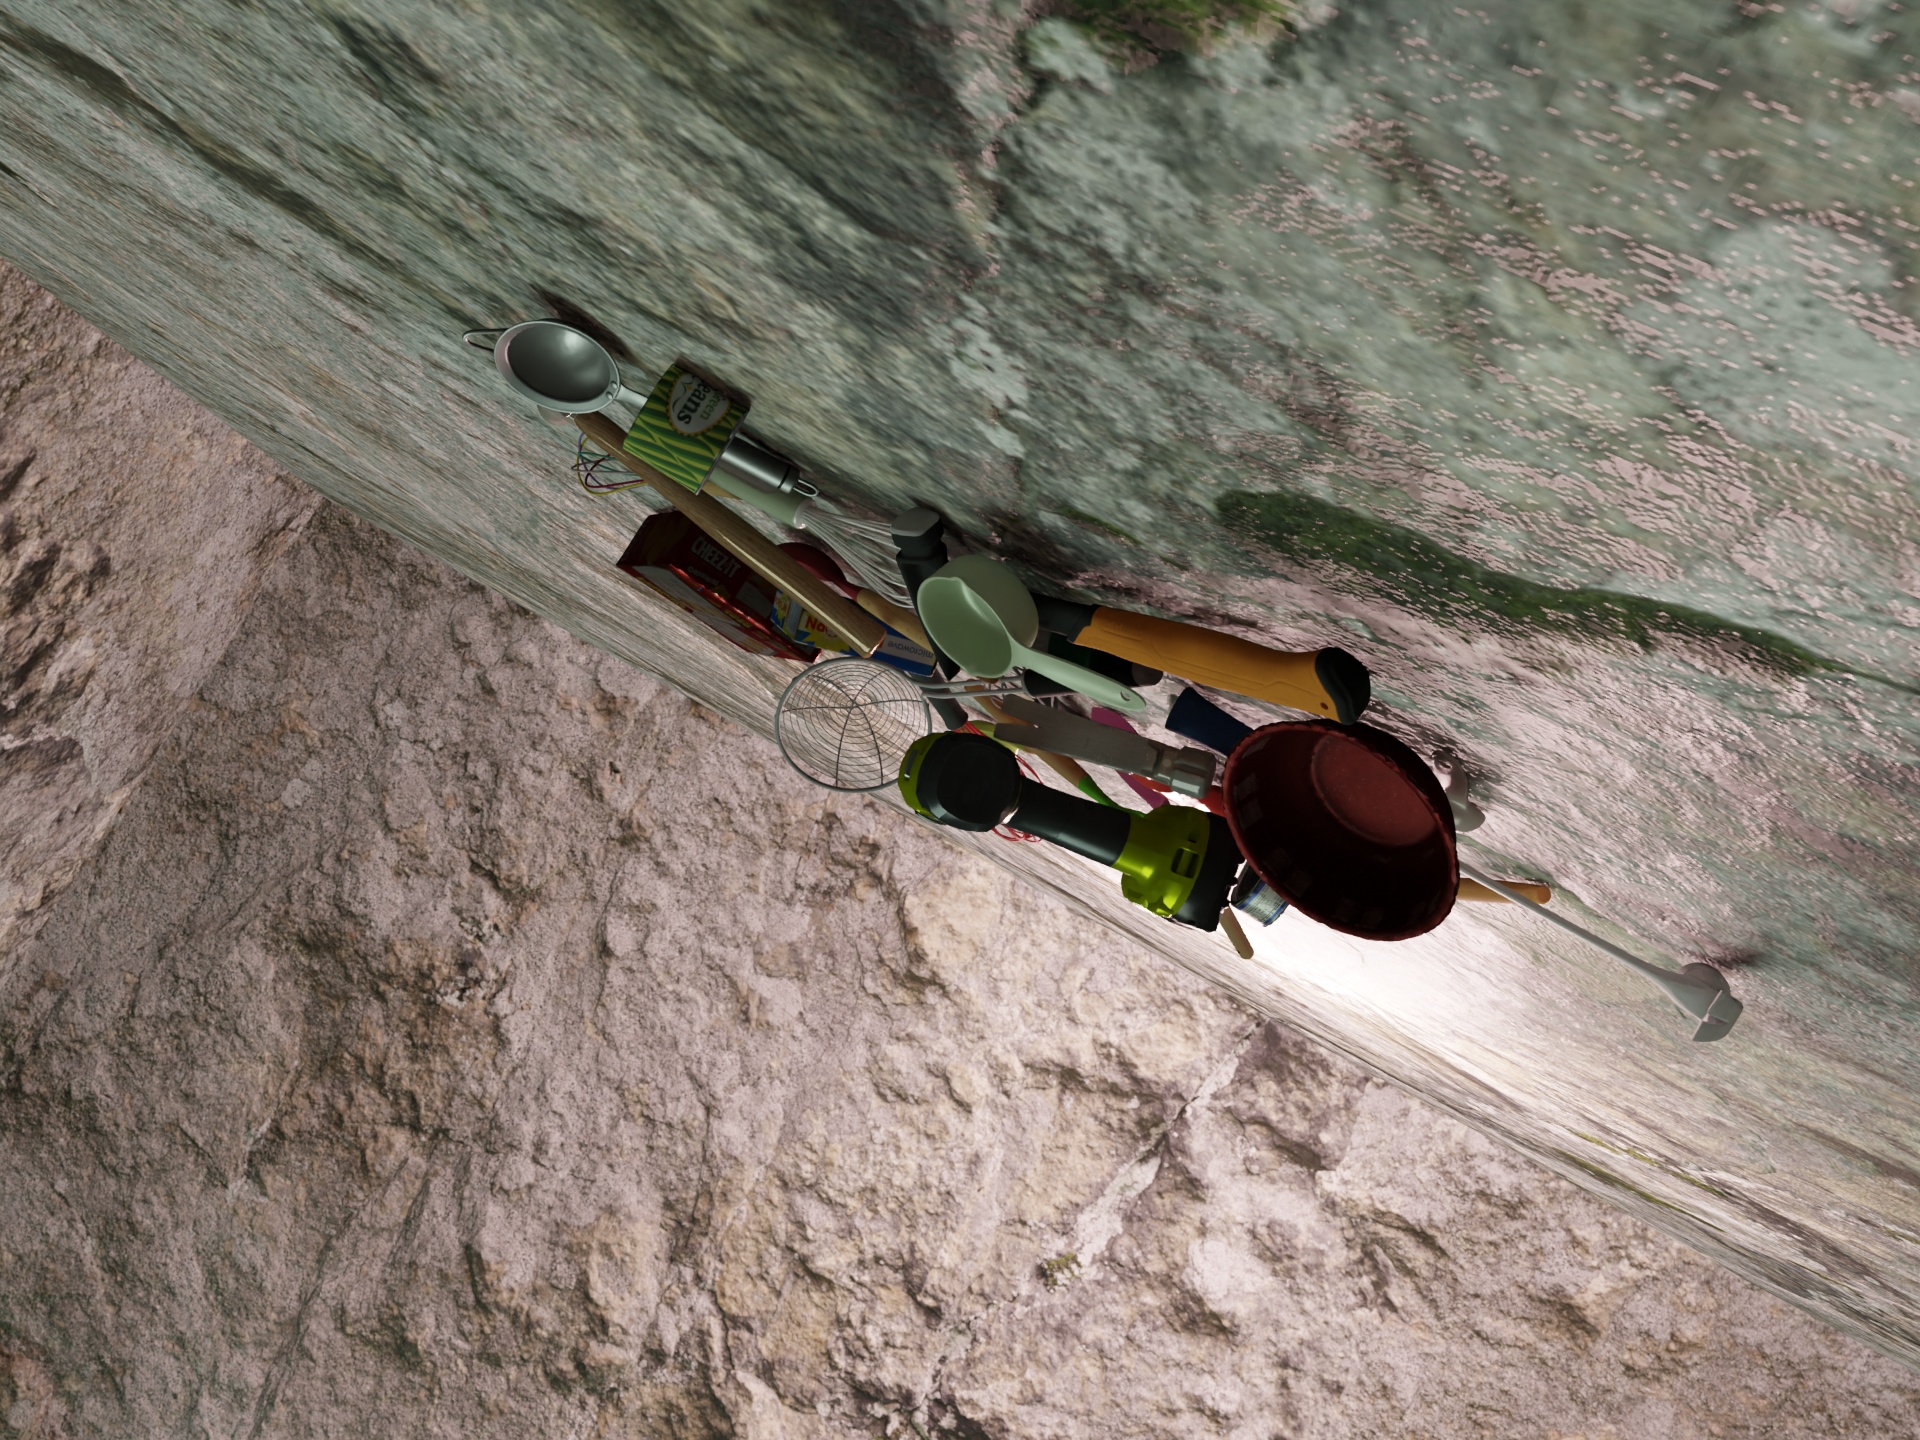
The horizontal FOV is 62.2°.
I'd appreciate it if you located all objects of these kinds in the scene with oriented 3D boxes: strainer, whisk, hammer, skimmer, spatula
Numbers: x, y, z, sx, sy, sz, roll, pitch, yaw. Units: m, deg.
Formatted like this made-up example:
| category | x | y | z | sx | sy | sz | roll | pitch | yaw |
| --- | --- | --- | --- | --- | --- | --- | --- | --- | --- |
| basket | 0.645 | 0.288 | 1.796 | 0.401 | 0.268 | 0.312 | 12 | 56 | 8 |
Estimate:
| category | x | y | z | sx | sy | sz | roll | pitch | yaw |
| --- | --- | --- | --- | --- | --- | --- | --- | --- | --- |
| strainer | -0.212 | -0.217 | 1.097 | 0.258 | 0.050 | 0.087 | 27 | 144 | -16 |
| whisk | 0.074 | -0.011 | 1.324 | 0.055 | 0.055 | 0.238 | 25 | 175 | 27 |
| hammer | 0.317 | 0.089 | 1.047 | 0.406 | 0.035 | 0.144 | 30 | -170 | 15 |
| hammer | -0.192 | -0.158 | 1.193 | 0.331 | 0.031 | 0.130 | 38 | 174 | -3 |
| whisk | -0.247 | -0.200 | 1.300 | 0.245 | 0.047 | 0.051 | 17 | 163 | 44 |
| hammer | 0.097 | -0.048 | 0.974 | 0.337 | 0.034 | 0.127 | 18 | 141 | 40 |
| skimmer | -0.002 | -0.004 | 1.197 | 0.363 | 0.090 | 0.127 | -5 | 129 | 50 |
| whisk | -0.107 | -0.147 | 1.152 | 0.246 | 0.058 | 0.059 | 29 | 137 | 22 |
| whisk | 0.007 | 0.014 | 1.492 | 0.073 | 0.073 | 0.295 | 19 | 149 | 51 |
| spatula | 0.361 | 0.138 | 1.243 | 0.081 | 0.041 | 0.322 | 32 | 170 | -8 |
| hammer | 0.146 | 0.042 | 1.197 | 0.149 | 0.037 | 0.358 | 16 | 177 | 21 |

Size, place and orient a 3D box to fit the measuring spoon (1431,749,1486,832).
| category | x | y | z | sx | sy | sz | roll | pitch | yaw |
| --- | --- | --- | --- | --- | --- | --- | --- | --- | --- |
| measuring spoon | 0.301 | 0.046 | 0.982 | 0.034 | 0.018 | 0.124 | 25 | 170 | 29 |

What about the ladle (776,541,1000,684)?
| category | x | y | z | sx | sy | sz | roll | pitch | yaw |
| --- | --- | --- | --- | --- | --- | --- | --- | --- | --- |
| ladle | -0.063 | -0.088 | 1.238 | 0.069 | 0.031 | 0.316 | 19 | -171 | -41 |

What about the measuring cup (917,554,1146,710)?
| category | x | y | z | sx | sy | sz | roll | pitch | yaw |
| --- | --- | --- | --- | --- | --- | --- | --- | --- | --- |
| measuring cup | 0.049 | -0.050 | 0.962 | 0.168 | 0.038 | 0.083 | 26 | 145 | 28 |

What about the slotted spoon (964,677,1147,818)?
| category | x | y | z | sx | sy | sz | roll | pitch | yaw |
| --- | --- | --- | --- | --- | --- | --- | --- | --- | --- |
| slotted spoon | 0.091 | 0.040 | 1.365 | 0.070 | 0.031 | 0.314 | 28 | -170 | -45 |

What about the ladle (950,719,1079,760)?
| category | x | y | z | sx | sy | sz | roll | pitch | yaw |
| --- | --- | --- | --- | --- | --- | --- | --- | --- | --- |
| ladle | 0.074 | 0.037 | 1.554 | 0.078 | 0.062 | 0.320 | 40 | 166 | -22 |

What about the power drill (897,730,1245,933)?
| category | x | y | z | sx | sy | sz | roll | pitch | yaw |
| --- | --- | --- | --- | --- | --- | --- | --- | --- | --- |
| power drill | 0.065 | 0.067 | 1.098 | 0.228 | 0.080 | 0.190 | 21 | 176 | -10 |

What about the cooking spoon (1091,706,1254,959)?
| category | x | y | z | sx | sy | sz | roll | pitch | yaw |
| --- | --- | --- | --- | --- | --- | --- | --- | --- | --- |
| cooking spoon | 0.193 | 0.104 | 1.393 | 0.069 | 0.017 | 0.318 | 18 | 147 | 52 |
